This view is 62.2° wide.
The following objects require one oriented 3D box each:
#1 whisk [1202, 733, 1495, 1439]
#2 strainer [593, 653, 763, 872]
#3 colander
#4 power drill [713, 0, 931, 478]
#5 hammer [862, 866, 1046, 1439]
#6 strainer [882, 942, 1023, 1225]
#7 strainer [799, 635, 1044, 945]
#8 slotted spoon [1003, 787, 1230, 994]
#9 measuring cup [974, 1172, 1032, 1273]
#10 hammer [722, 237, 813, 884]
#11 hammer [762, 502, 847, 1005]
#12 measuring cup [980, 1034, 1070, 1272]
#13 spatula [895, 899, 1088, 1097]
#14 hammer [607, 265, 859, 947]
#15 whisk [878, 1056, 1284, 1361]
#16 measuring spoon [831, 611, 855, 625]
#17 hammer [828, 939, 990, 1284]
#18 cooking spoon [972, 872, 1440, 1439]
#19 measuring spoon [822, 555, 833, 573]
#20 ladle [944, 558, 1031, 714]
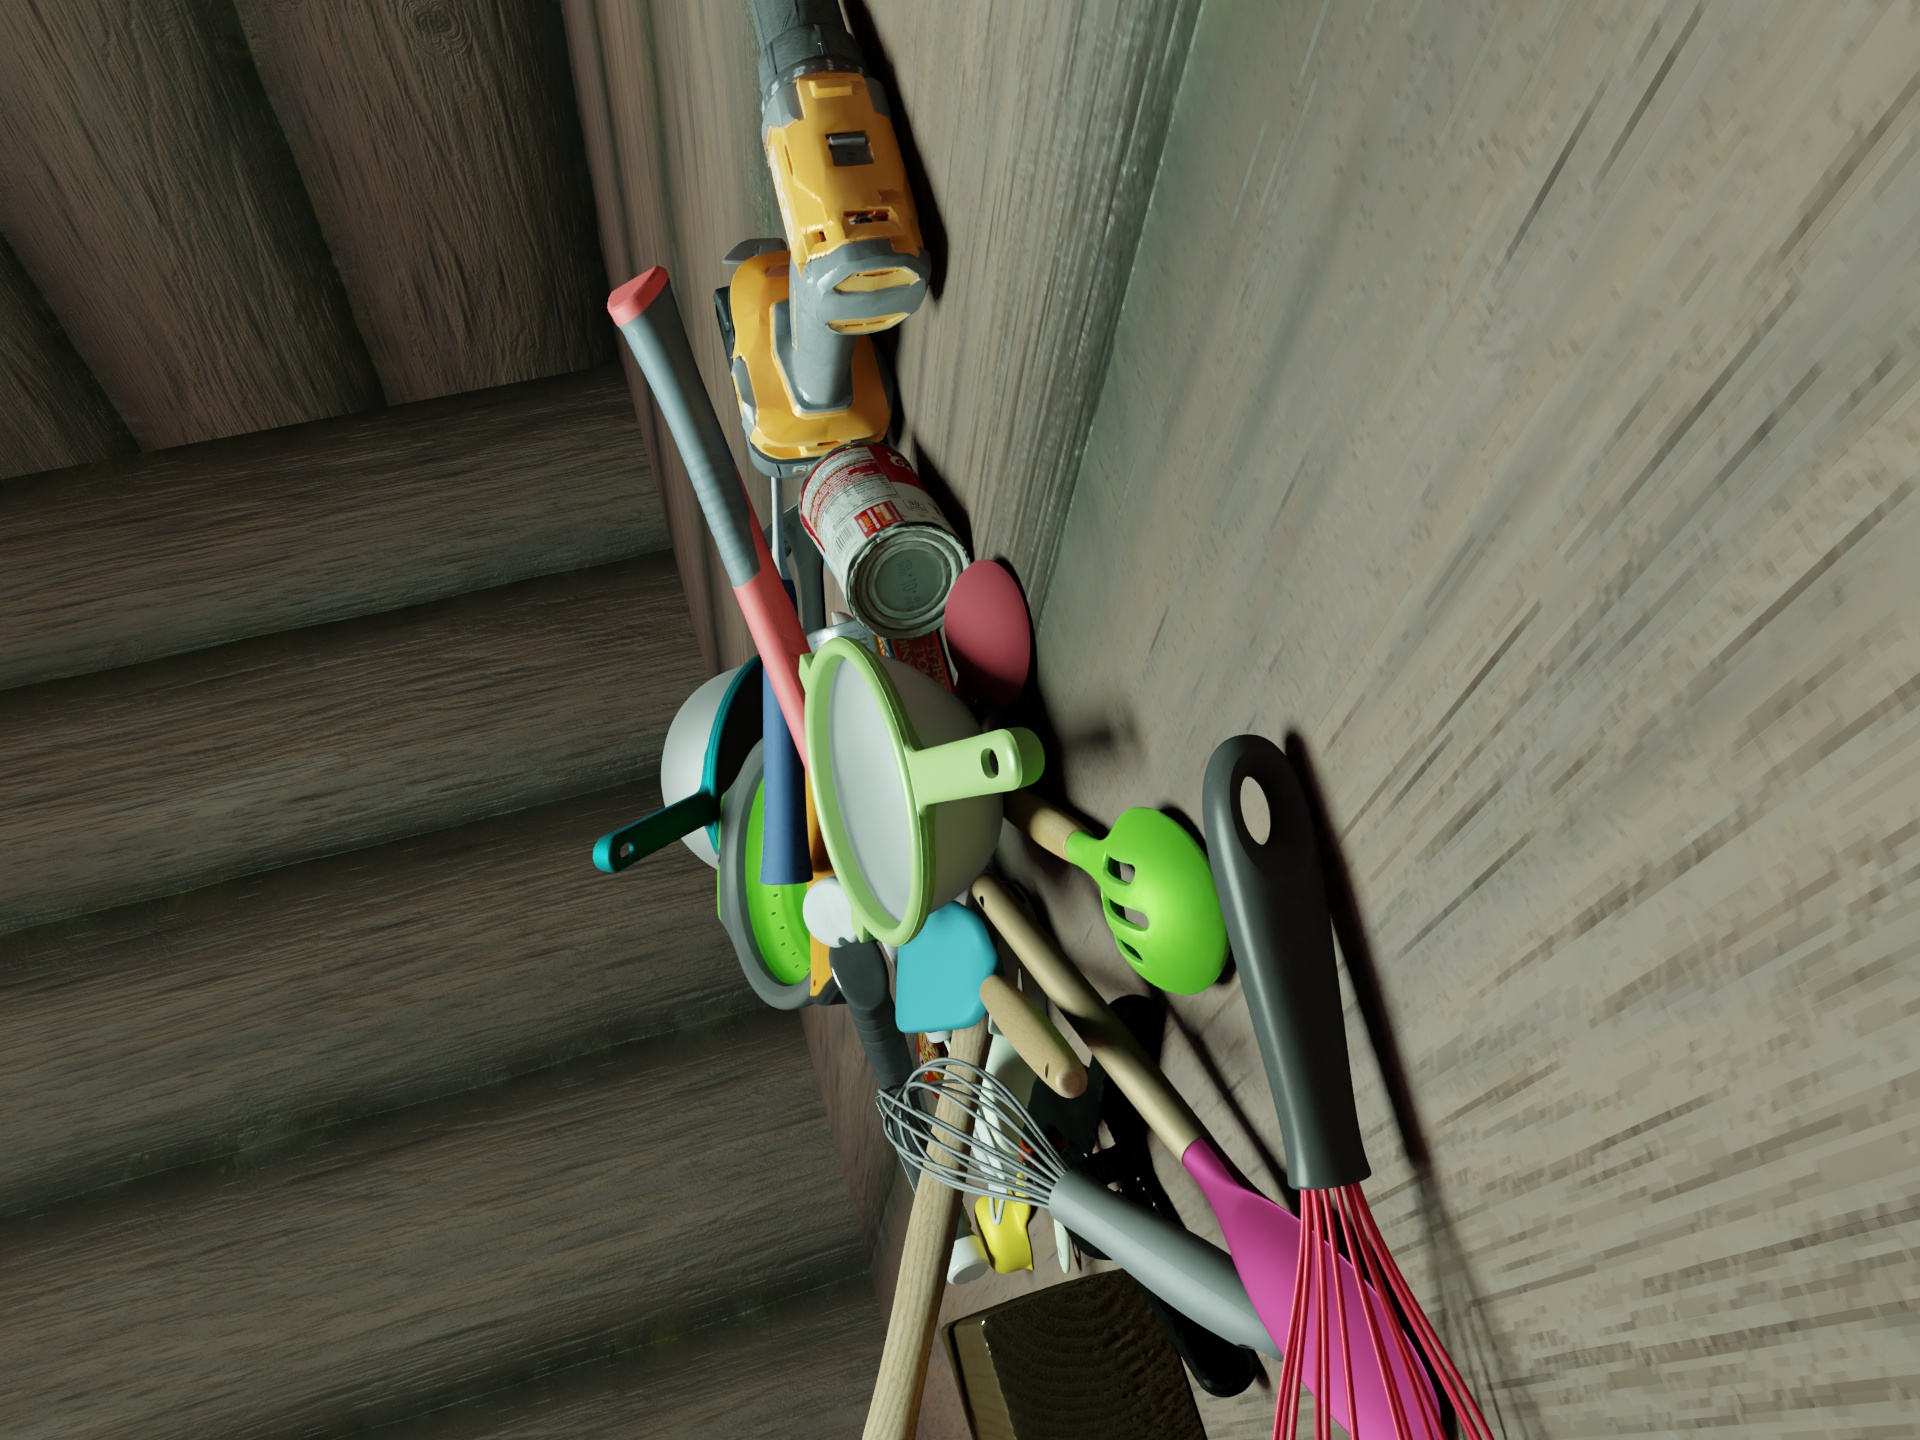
[{"bbox_3d":[0.107,0.149,0.447,0.073,0.073,0.296,137,124,-77],"label":"whisk"},{"bbox_3d":[-0.221,0.058,1.321,0.340,0.095,0.211,-30,-61,-61],"label":"strainer"},{"bbox_3d":[-0.056,0.111,1.122,0.397,0.094,0.204,1,90,60],"label":"colander"},{"bbox_3d":[-0.077,-0.247,0.813,0.226,0.084,0.185,121,136,-68],"label":"power drill"},{"bbox_3d":[-0.008,0.251,0.872,0.130,0.031,0.331,-149,69,-72],"label":"hammer"},{"bbox_3d":[-0.007,0.193,0.968,0.258,0.050,0.087,66,168,-17],"label":"strainer"},{"bbox_3d":[-0.001,0.023,0.725,0.256,0.069,0.151,163,95,-67],"label":"strainer"},{"bbox_3d":[0.046,0.053,0.699,0.314,0.031,0.070,-150,53,-76],"label":"slotted spoon"},{"bbox_3d":[0.029,0.337,1.082,0.156,0.029,0.062,92,161,-60],"label":"measuring cup"},{"bbox_3d":[-0.116,-0.099,1.001,0.144,0.035,0.405,-73,-18,-87],"label":"hammer"},{"bbox_3d":[-0.098,0.021,1.069,0.127,0.034,0.337,-20,72,57],"label":"hammer"},{"bbox_3d":[0.038,0.254,0.928,0.083,0.038,0.167,-137,37,-69],"label":"measuring cup"},{"bbox_3d":[0.009,0.127,0.711,0.317,0.044,0.082,177,98,-82],"label":"spatula"},{"bbox_3d":[-0.104,-0.071,0.902,0.143,0.038,0.386,-20,-92,-65],"label":"hammer"},{"bbox_3d":[0.047,0.198,0.654,0.239,0.055,0.055,19,126,48],"label":"whisk"},{"bbox_3d":[-0.077,-0.036,1.215,0.124,0.018,0.034,79,170,-47],"label":"measuring spoon"},{"bbox_3d":[-0.040,0.237,1.033,0.334,0.035,0.146,78,168,-49],"label":"hammer"},{"bbox_3d":[0.077,0.145,0.599,0.319,0.017,0.068,-133,36,-52],"label":"cooking spoon"},{"bbox_3d":[-0.080,-0.105,0.967,0.129,0.021,0.042,-148,45,-73],"label":"measuring spoon"},{"bbox_3d":[-0.001,-0.003,0.860,0.315,0.031,0.069,107,145,-71],"label":"ladle"}]
